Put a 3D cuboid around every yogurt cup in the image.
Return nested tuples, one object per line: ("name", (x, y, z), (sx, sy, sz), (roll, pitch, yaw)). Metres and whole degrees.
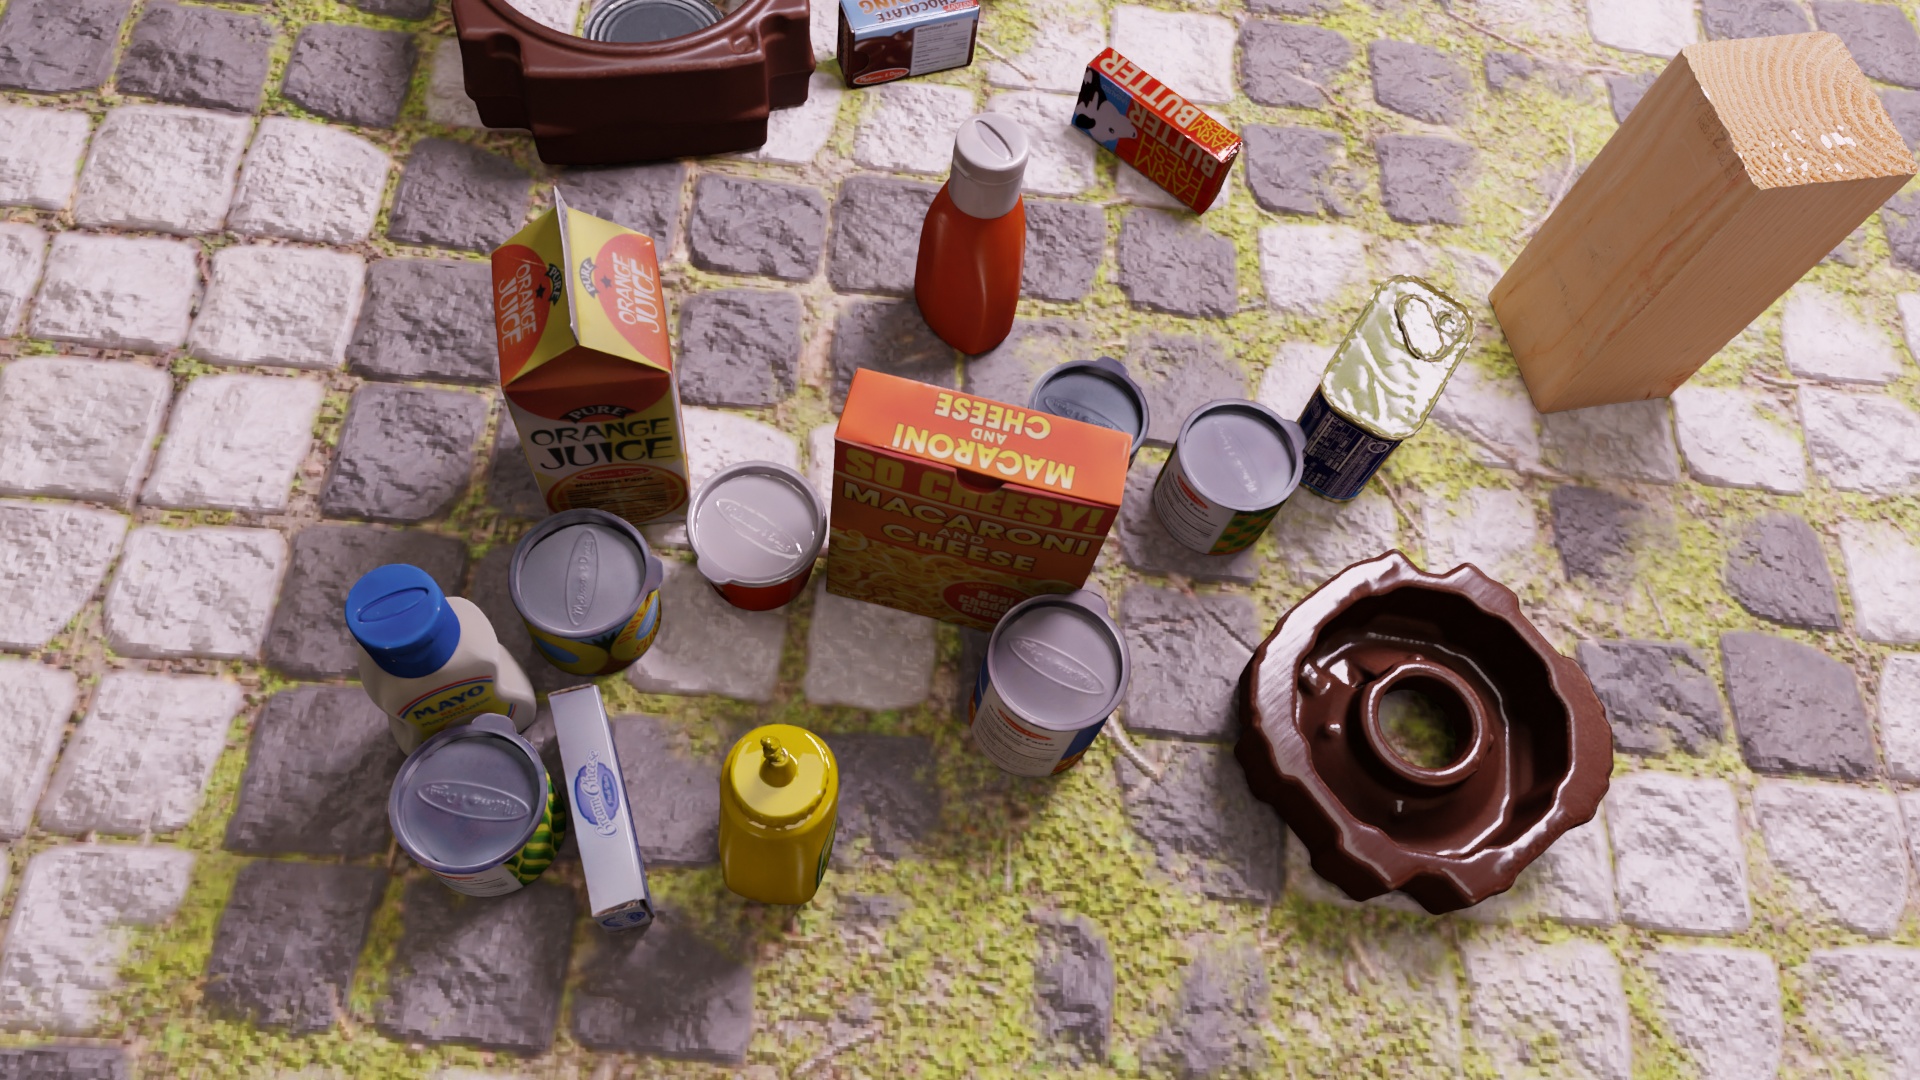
("yogurt cup", (-0.101, 0.001, 0.695), (0.072, 0.053, 0.072), (3, 65, -5))

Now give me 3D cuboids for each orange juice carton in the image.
("orange juice carton", (-0.170, -0.077, 0.647), (0.073, 0.191, 0.072), (-7, 67, -10))

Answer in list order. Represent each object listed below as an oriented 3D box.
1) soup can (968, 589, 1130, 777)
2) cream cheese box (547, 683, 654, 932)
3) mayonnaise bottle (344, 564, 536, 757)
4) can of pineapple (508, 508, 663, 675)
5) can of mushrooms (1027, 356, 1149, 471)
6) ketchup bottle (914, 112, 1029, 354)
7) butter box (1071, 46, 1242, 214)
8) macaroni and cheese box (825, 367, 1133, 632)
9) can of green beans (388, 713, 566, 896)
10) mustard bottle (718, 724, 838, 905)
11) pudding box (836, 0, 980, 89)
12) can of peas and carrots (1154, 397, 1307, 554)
("soup can", (0.042, 0.069, 0.664), (0.071, 0.083, 0.071), (3, 65, -5))
("cream cheese box", (-0.163, 0.122, 0.632), (0.024, 0.053, 0.104), (-14, 68, -12))
("mayonnaise bottle", (-0.228, 0.055, 0.603), (0.065, 0.147, 0.041), (-23, 70, -16))
("can of pineapple", (-0.178, 0.027, 0.672), (0.071, 0.057, 0.071), (3, 65, -5))
("can of mushrooms", (0.068, -0.064, 0.757), (0.071, 0.033, 0.071), (3, 65, -5))
("ketchup bottle", (0.008, -0.161, 0.731), (0.044, 0.148, 0.065), (-33, 73, -19))
("butter box", (0.117, -0.246, 0.836), (0.103, 0.053, 0.024), (39, 67, 11))
("macaroni and cheese box", (0.002, -0.008, 0.650), (0.124, 0.165, 0.040), (14, 65, 0))
("can of green beans", (-0.215, 0.122, 0.624), (0.071, 0.057, 0.071), (3, 65, -5))
("mustard bottle", (-0.076, 0.112, 0.588), (0.049, 0.159, 0.065), (10, 65, -2))
("pudding box", (-0.033, -0.311, 0.851), (0.084, 0.049, 0.030), (-17, 68, -14))
("can of peas and carrots", (0.143, -0.034, 0.738), (0.071, 0.058, 0.071), (3, 65, -5))
